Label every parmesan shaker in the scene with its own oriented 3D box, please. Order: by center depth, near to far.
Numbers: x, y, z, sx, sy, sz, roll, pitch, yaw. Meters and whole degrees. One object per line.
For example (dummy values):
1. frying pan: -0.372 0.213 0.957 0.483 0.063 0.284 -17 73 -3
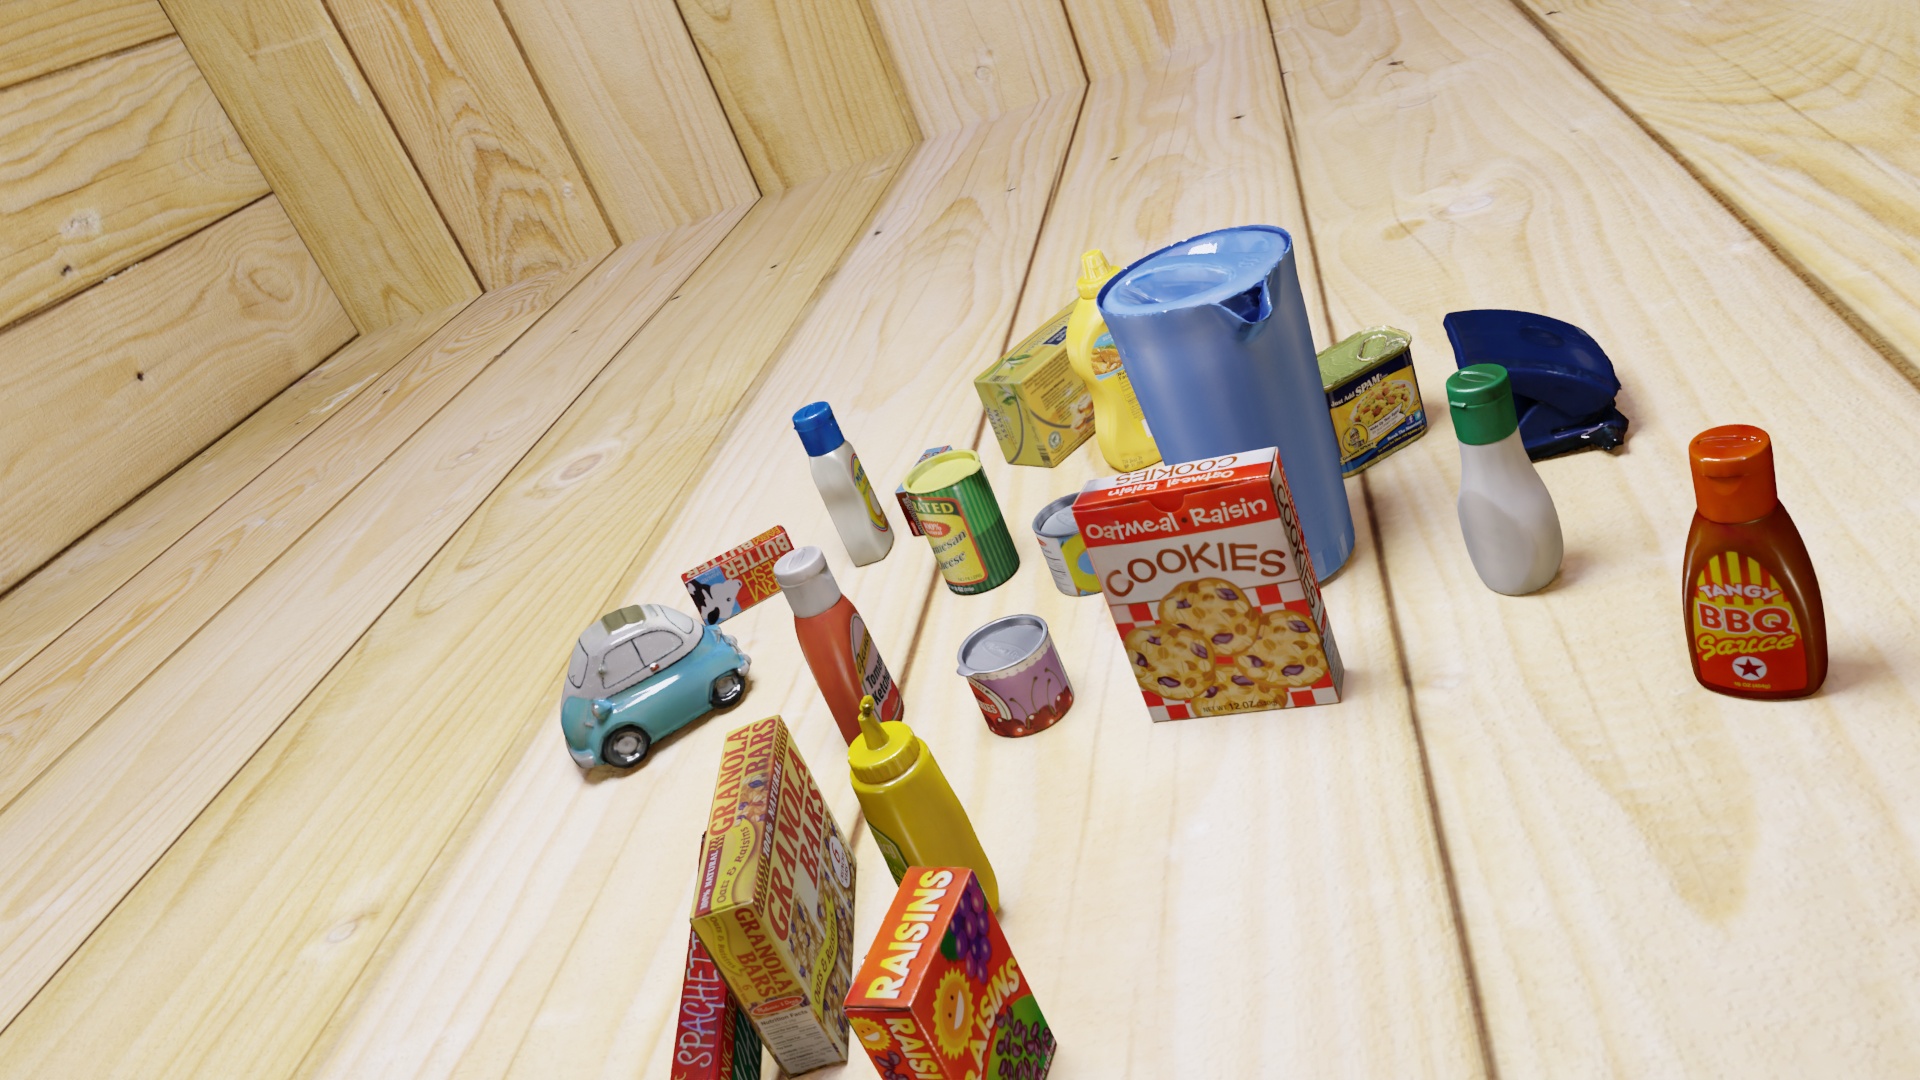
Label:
1. parmesan shaker: 0.004 -0.014 1.137 0.071 0.102 0.071 -18 26 9

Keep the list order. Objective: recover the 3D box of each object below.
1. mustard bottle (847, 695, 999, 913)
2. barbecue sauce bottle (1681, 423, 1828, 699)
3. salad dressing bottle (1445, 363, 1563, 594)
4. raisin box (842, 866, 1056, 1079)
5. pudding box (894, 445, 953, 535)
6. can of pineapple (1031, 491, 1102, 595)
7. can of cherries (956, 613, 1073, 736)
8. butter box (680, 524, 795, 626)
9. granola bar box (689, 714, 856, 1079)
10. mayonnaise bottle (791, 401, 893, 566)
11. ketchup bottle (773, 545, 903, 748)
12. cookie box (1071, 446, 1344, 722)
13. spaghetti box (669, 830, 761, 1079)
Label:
1. mustard bottle: -0.028 0.151 0.781 0.049 0.159 0.065 -34 28 -21
2. barbecue sauce bottle: 0.404 0.012 0.715 0.065 0.148 0.044 2 35 41
3. salad dressing bottle: 0.335 -0.037 0.865 0.044 0.147 0.064 -32 27 -18
4. raisin box: -0.002 0.228 0.656 0.040 0.123 0.086 -8 29 28
5. pudding box: -0.026 -0.047 1.284 0.030 0.049 0.084 -8 29 28
6. can of pineapple: 0.098 0.001 1.084 0.071 0.057 0.071 -18 26 9
7. can of cherries: 0.036 0.094 0.956 0.071 0.058 0.072 -18 26 9
8. butter box: -0.197 0.033 1.266 0.104 0.053 0.024 -28 26 -11
9. granola bar box: -0.102 0.198 0.793 0.039 0.123 0.166 -19 26 7
10. mayonnaise bottle: -0.106 -0.053 1.246 0.041 0.147 0.065 -16 26 14
11. ketchup bottle: -0.088 0.074 0.989 0.043 0.148 0.065 -14 27 19
12. cookie box: 0.154 0.031 0.856 0.123 0.166 0.040 -10 28 25
13. spaghetti box: -0.135 0.257 0.791 0.029 0.050 0.251 -21 26 5
